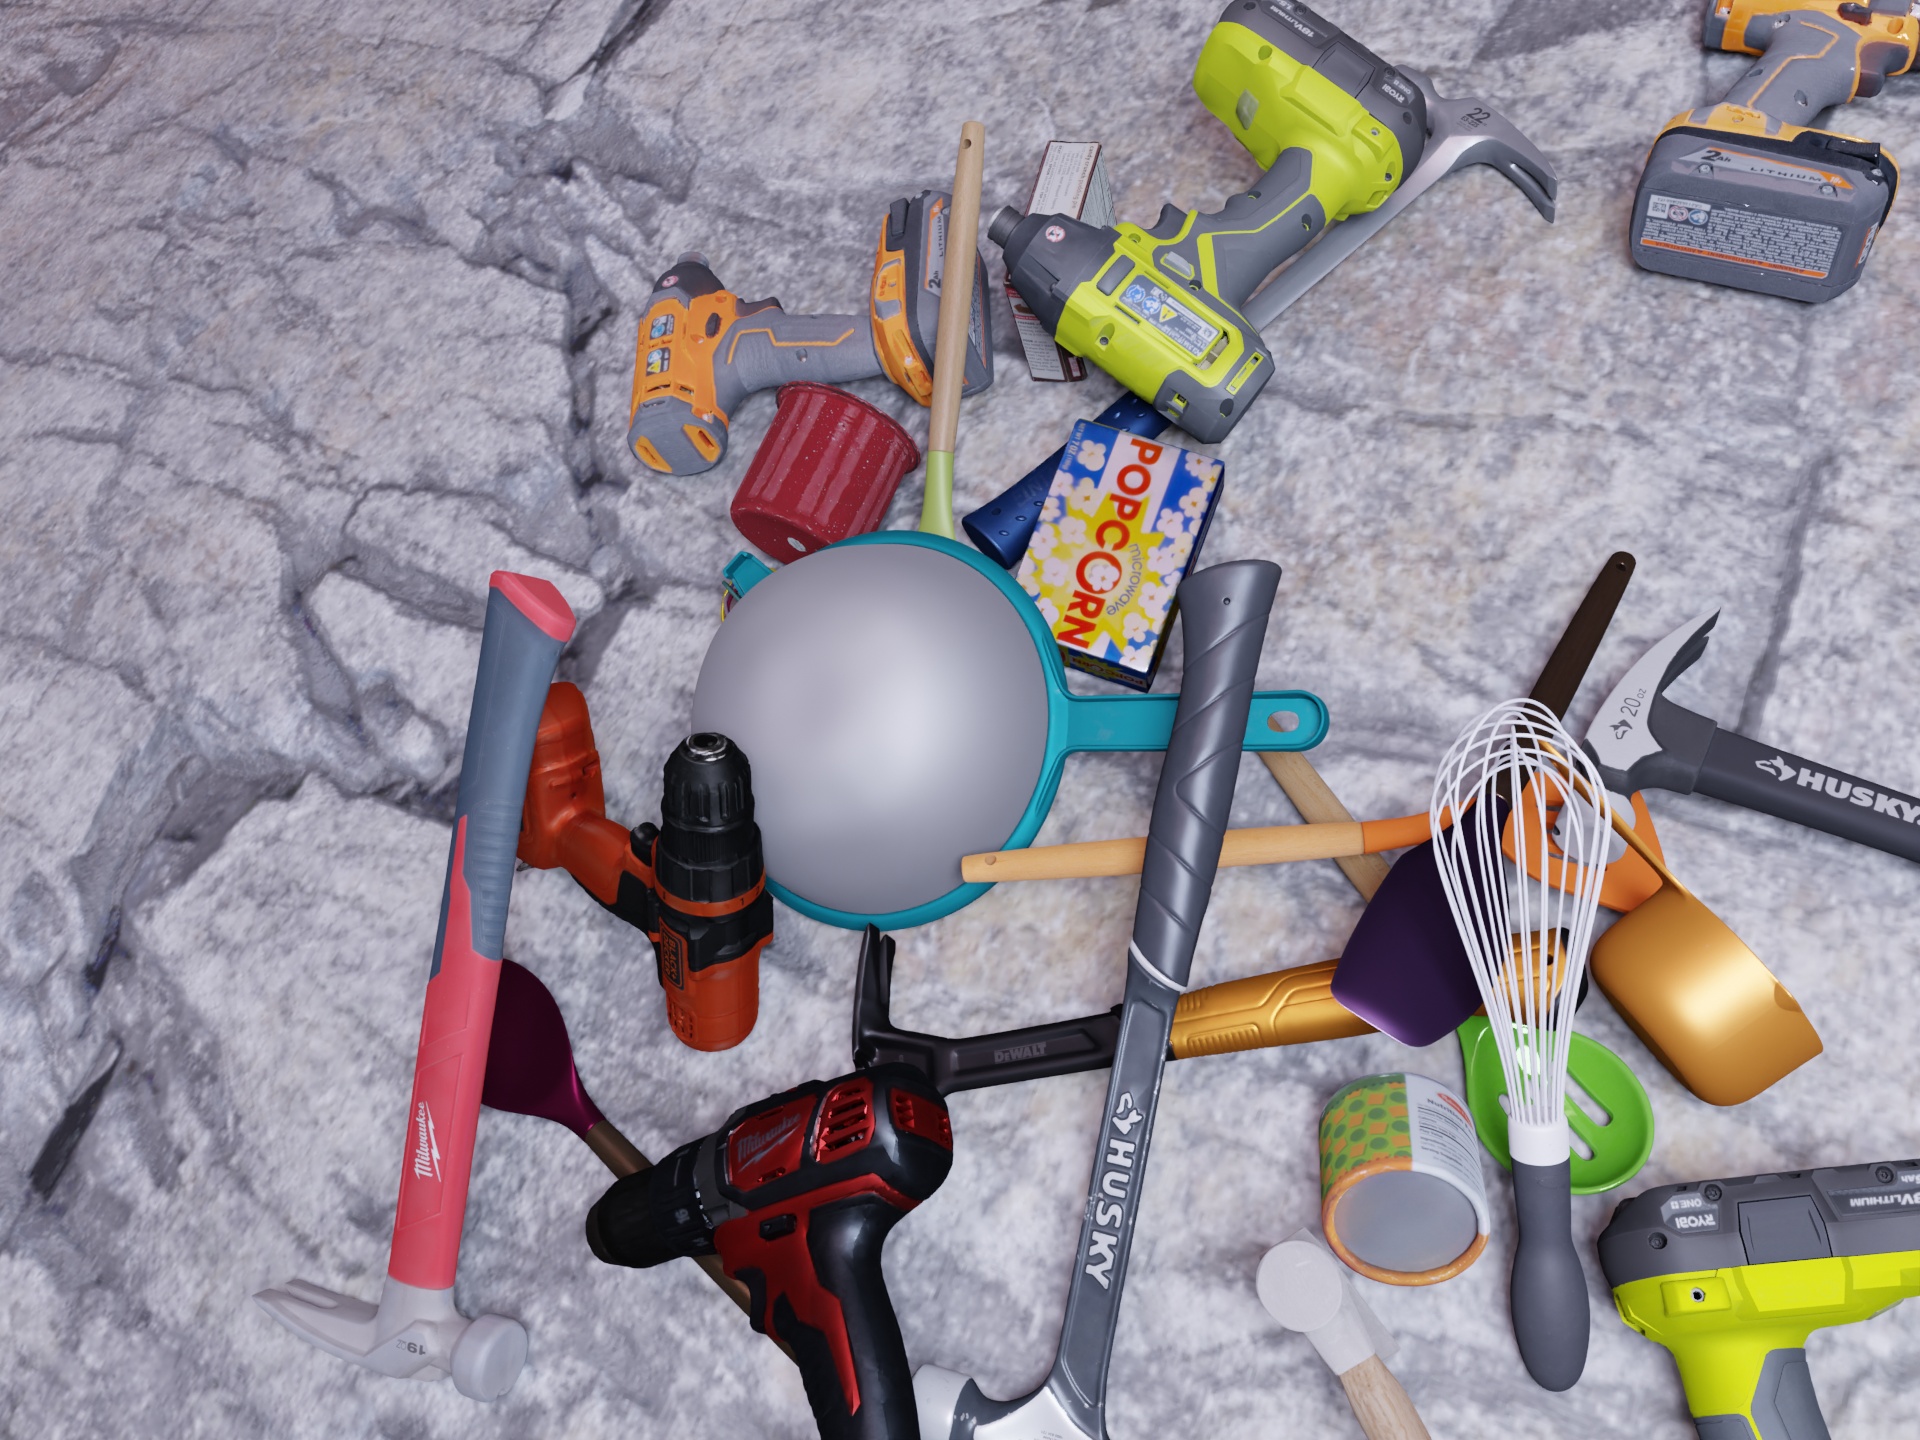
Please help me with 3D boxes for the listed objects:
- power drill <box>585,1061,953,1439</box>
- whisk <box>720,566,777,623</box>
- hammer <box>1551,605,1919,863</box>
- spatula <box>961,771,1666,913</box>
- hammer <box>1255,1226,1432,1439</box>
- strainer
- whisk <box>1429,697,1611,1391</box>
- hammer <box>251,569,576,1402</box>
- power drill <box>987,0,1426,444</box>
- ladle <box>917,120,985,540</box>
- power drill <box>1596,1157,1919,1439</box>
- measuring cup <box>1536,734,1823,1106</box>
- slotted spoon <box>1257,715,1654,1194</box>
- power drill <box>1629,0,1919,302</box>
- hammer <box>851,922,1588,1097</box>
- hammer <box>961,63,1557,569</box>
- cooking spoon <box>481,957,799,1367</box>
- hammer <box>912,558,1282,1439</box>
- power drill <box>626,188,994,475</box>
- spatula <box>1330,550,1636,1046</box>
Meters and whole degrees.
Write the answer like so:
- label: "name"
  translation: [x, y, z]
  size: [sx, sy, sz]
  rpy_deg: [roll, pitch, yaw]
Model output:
- label: "power drill"
  translation: [-0.082, 0.271, 0.668]
  size: [0.188, 0.080, 0.227]
  rpy_deg: [-25, 52, 23]
- label: "whisk"
  translation: [-0.060, -0.005, 0.869]
  size: [0.047, 0.051, 0.245]
  rpy_deg: [-37, 61, -12]
- label: "hammer"
  translation: [0.440, 0.054, 0.678]
  size: [0.335, 0.035, 0.146]
  rpy_deg: [22, 57, 22]
- label: "spatula"
  translation: [0.162, 0.062, 0.741]
  size: [0.322, 0.041, 0.081]
  rpy_deg: [-5, 53, 8]
- label: "hammer"
  translation: [0.204, 0.339, 0.569]
  size: [0.031, 0.130, 0.332]
  rpy_deg: [-31, 69, 4]
- label: "strainer"
  translation: [-0.001, -0.002, 0.767]
  size: [0.340, 0.095, 0.211]
  rpy_deg: [-1, 81, 26]
- label: "whisk"
  translation: [0.222, 0.132, 0.619]
  size: [0.070, 0.070, 0.284]
  rpy_deg: [-4, 100, 15]
- label: "hammer"
  translation: [-0.253, 0.119, 0.771]
  size: [0.143, 0.038, 0.386]
  rpy_deg: [8, 90, 22]
- label: "power drill"
  translation: [0.136, -0.283, 0.873]
  size: [0.171, 0.080, 0.223]
  rpy_deg: [38, 76, 4]
- label: "ladle"
  translation: [-0.013, -0.176, 0.876]
  size: [0.078, 0.062, 0.320]
  rpy_deg: [5, 88, 24]
- label: "power drill"
  translation: [0.339, 0.282, 0.569]
  size: [0.190, 0.080, 0.229]
  rpy_deg: [-11, 62, 13]
- label: "measuring cup"
  translation: [0.277, 0.085, 0.660]
  size: [0.052, 0.095, 0.173]
  rpy_deg: [-41, 93, 7]
- label: "slotted spoon"
  translation: [0.205, 0.085, 0.747]
  size: [0.070, 0.031, 0.314]
  rpy_deg: [-31, 56, -2]
- label: "power drill"
  translation: [0.483, -0.334, 0.865]
  size: [0.185, 0.084, 0.226]
  rpy_deg: [20, 65, 24]
- label: "hammer"
  translation: [0.107, 0.131, 0.727]
  size: [0.337, 0.034, 0.127]
  rpy_deg: [-12, 61, 17]
- label: "hammer"
  translation: [0.169, -0.227, 0.924]
  size: [0.405, 0.035, 0.144]
  rpy_deg: [-41, 58, -7]
- label: "cooking spoon"
  translation: [-0.165, 0.221, 0.790]
  size: [0.319, 0.017, 0.069]
  rpy_deg: [35, 81, 30]
- label: "hammer"
  translation: [0.086, 0.127, 0.688]
  size: [0.149, 0.036, 0.409]
  rpy_deg: [10, 84, 17]
- label: "power drill"
  translation: [-0.099, -0.252, 0.996]
  size: [0.226, 0.084, 0.164]
  rpy_deg: [-11, 59, 15]
- label: "spatula"
  translation: [0.253, 0.022, 0.721]
  size: [0.060, 0.018, 0.316]
  rpy_deg: [31, 56, 12]
